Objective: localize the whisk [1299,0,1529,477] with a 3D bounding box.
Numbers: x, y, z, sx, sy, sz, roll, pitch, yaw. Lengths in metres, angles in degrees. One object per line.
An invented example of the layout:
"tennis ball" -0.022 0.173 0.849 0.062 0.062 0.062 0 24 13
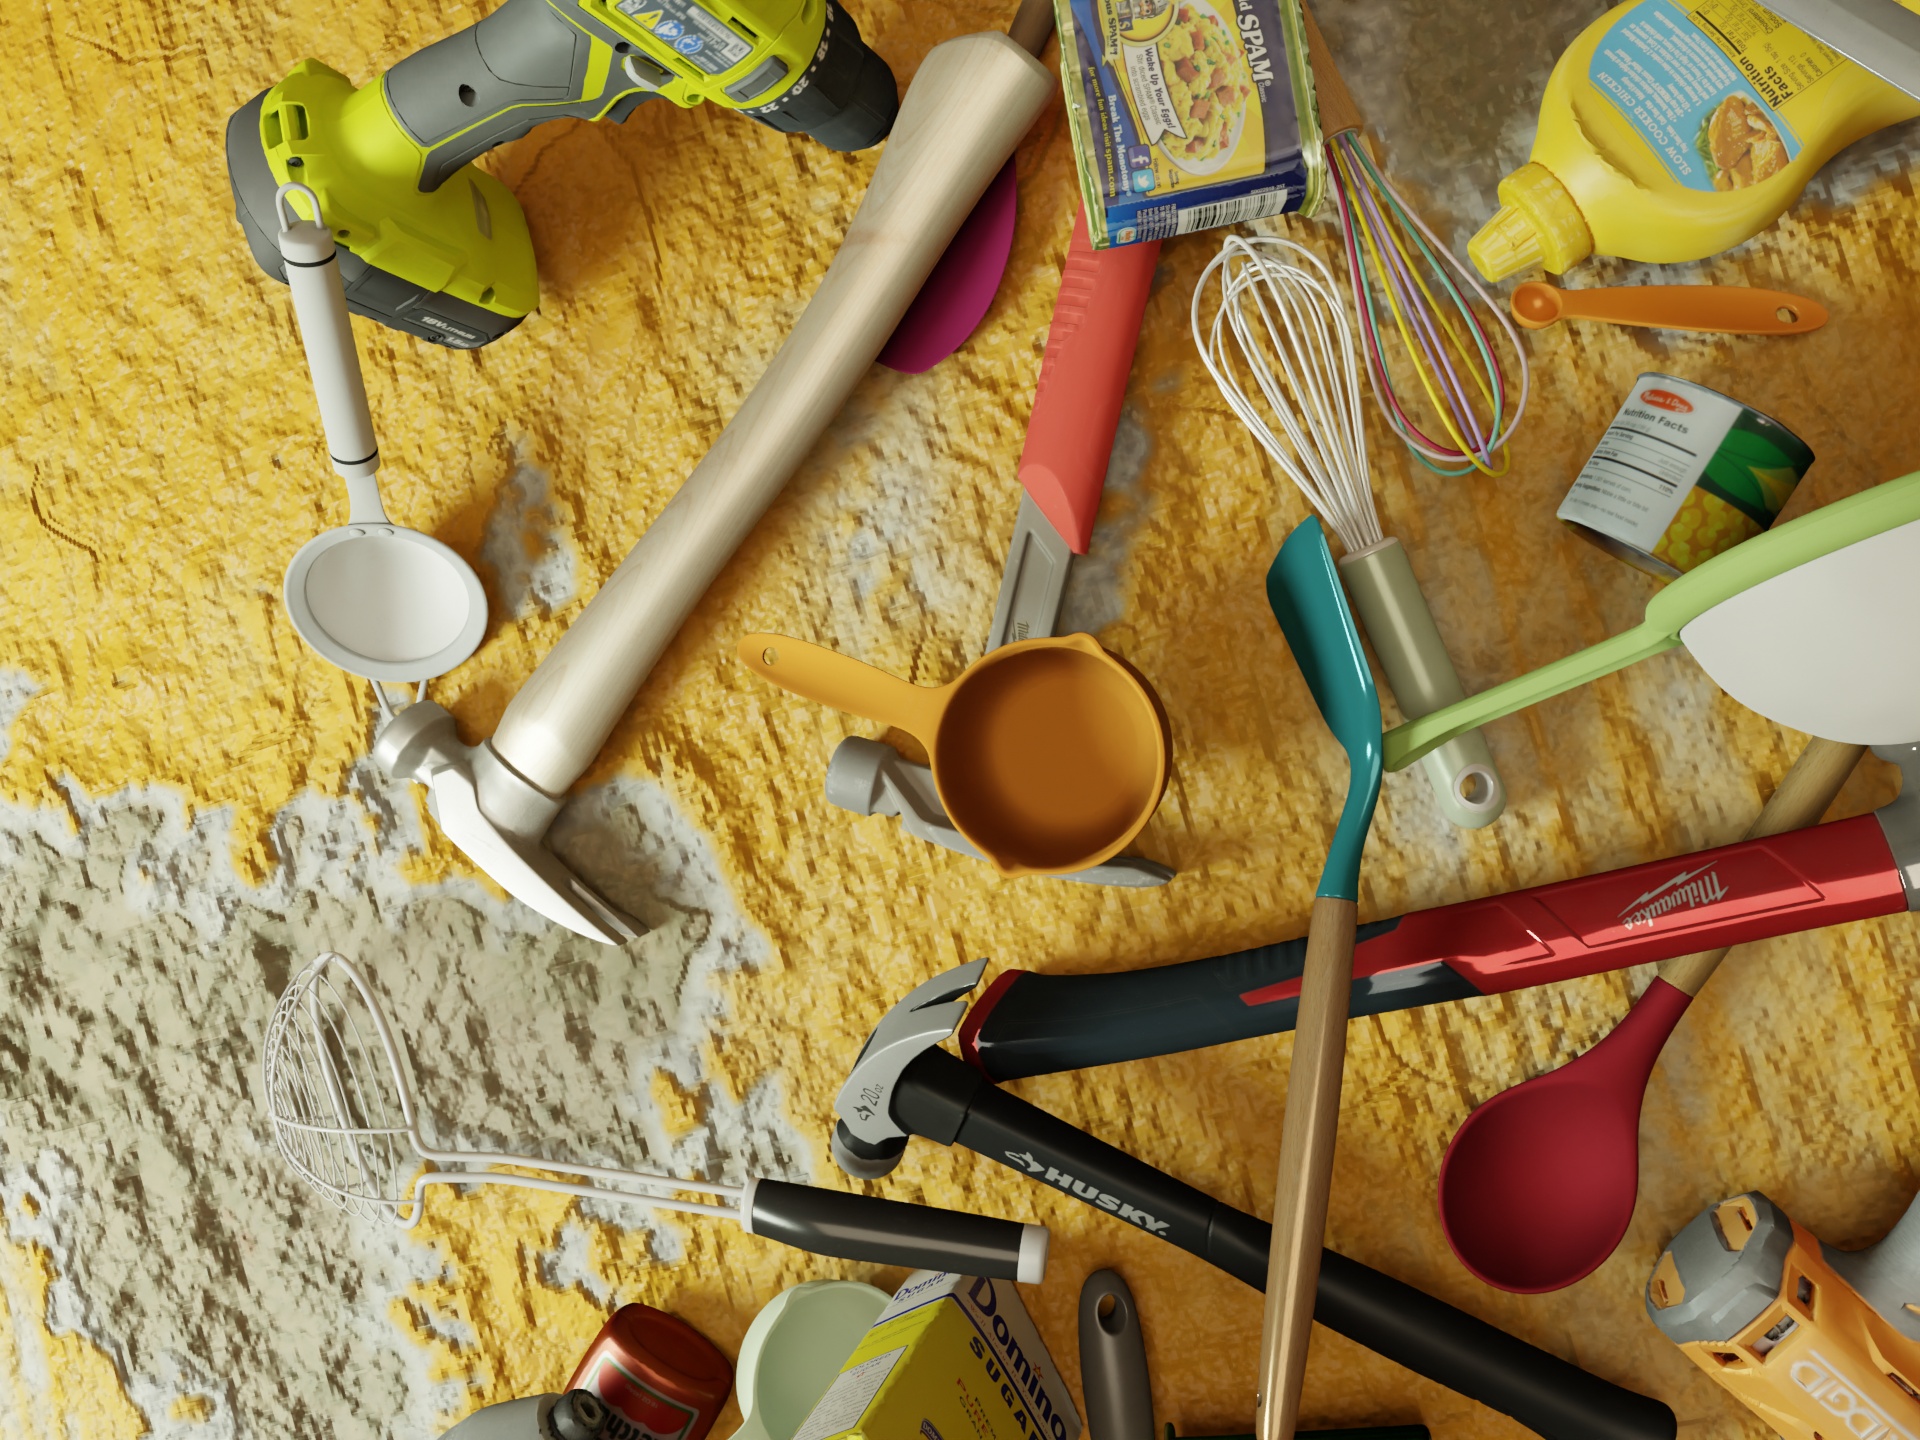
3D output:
"whisk" 0.154 -0.202 0.611 0.047 0.051 0.245 -19 82 -21

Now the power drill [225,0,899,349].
"power drill" -0.151 -0.237 0.626 0.228 0.190 0.080 -22 72 27

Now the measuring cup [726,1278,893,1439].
"measuring cup" -0.091 0.293 0.645 0.167 0.038 0.083 -29 91 -28

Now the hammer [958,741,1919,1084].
"hammer" 0.180 0.100 0.581 0.386 0.038 0.143 -16 61 21

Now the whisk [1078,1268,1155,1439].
"whisk" 0.070 0.346 0.650 0.055 0.055 0.239 -7 86 15

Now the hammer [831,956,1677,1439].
"hammer" 0.110 0.199 0.610 0.335 0.035 0.146 25 139 6

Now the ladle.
"ladle" 0.280 0.077 0.592 0.069 0.031 0.315 33 98 14

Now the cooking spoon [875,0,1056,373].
"cooking spoon" 0.034 -0.292 0.645 0.069 0.017 0.319 28 99 12

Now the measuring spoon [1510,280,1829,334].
"measuring spoon" 0.260 -0.149 0.586 0.117 0.011 0.021 2 66 0

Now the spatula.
"spatula" 0.120 0.088 0.566 0.044 0.082 0.318 9 77 0

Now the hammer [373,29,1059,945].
"hammer" -0.087 -0.094 0.666 0.146 0.038 0.410 40 104 8

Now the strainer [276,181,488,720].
"strainer" -0.249 -0.105 0.664 0.087 0.050 0.258 -1 136 -8

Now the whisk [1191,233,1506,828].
"whisk" 0.152 -0.072 0.609 0.058 0.059 0.246 -24 92 0

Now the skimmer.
"skimmer" -0.138 0.178 0.681 0.363 0.090 0.127 6 113 10

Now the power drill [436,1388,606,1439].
"power drill" -0.147 0.378 0.658 0.143 0.078 0.219 -41 98 10

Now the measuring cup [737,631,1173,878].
"measuring cup" -0.001 -0.002 0.615 0.174 0.052 0.095 20 98 15

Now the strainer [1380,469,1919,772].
"strainer" 0.258 -0.012 0.515 0.256 0.151 0.069 -27 74 35

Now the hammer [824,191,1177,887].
"hammer" 0.054 -0.117 0.638 0.149 0.036 0.359 15 96 13

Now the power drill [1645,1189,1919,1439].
"power drill" 0.385 0.193 0.545 0.185 0.084 0.226 42 105 7

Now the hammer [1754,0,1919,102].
"hammer" 0.247 -0.269 0.528 0.144 0.035 0.406 -45 66 7
